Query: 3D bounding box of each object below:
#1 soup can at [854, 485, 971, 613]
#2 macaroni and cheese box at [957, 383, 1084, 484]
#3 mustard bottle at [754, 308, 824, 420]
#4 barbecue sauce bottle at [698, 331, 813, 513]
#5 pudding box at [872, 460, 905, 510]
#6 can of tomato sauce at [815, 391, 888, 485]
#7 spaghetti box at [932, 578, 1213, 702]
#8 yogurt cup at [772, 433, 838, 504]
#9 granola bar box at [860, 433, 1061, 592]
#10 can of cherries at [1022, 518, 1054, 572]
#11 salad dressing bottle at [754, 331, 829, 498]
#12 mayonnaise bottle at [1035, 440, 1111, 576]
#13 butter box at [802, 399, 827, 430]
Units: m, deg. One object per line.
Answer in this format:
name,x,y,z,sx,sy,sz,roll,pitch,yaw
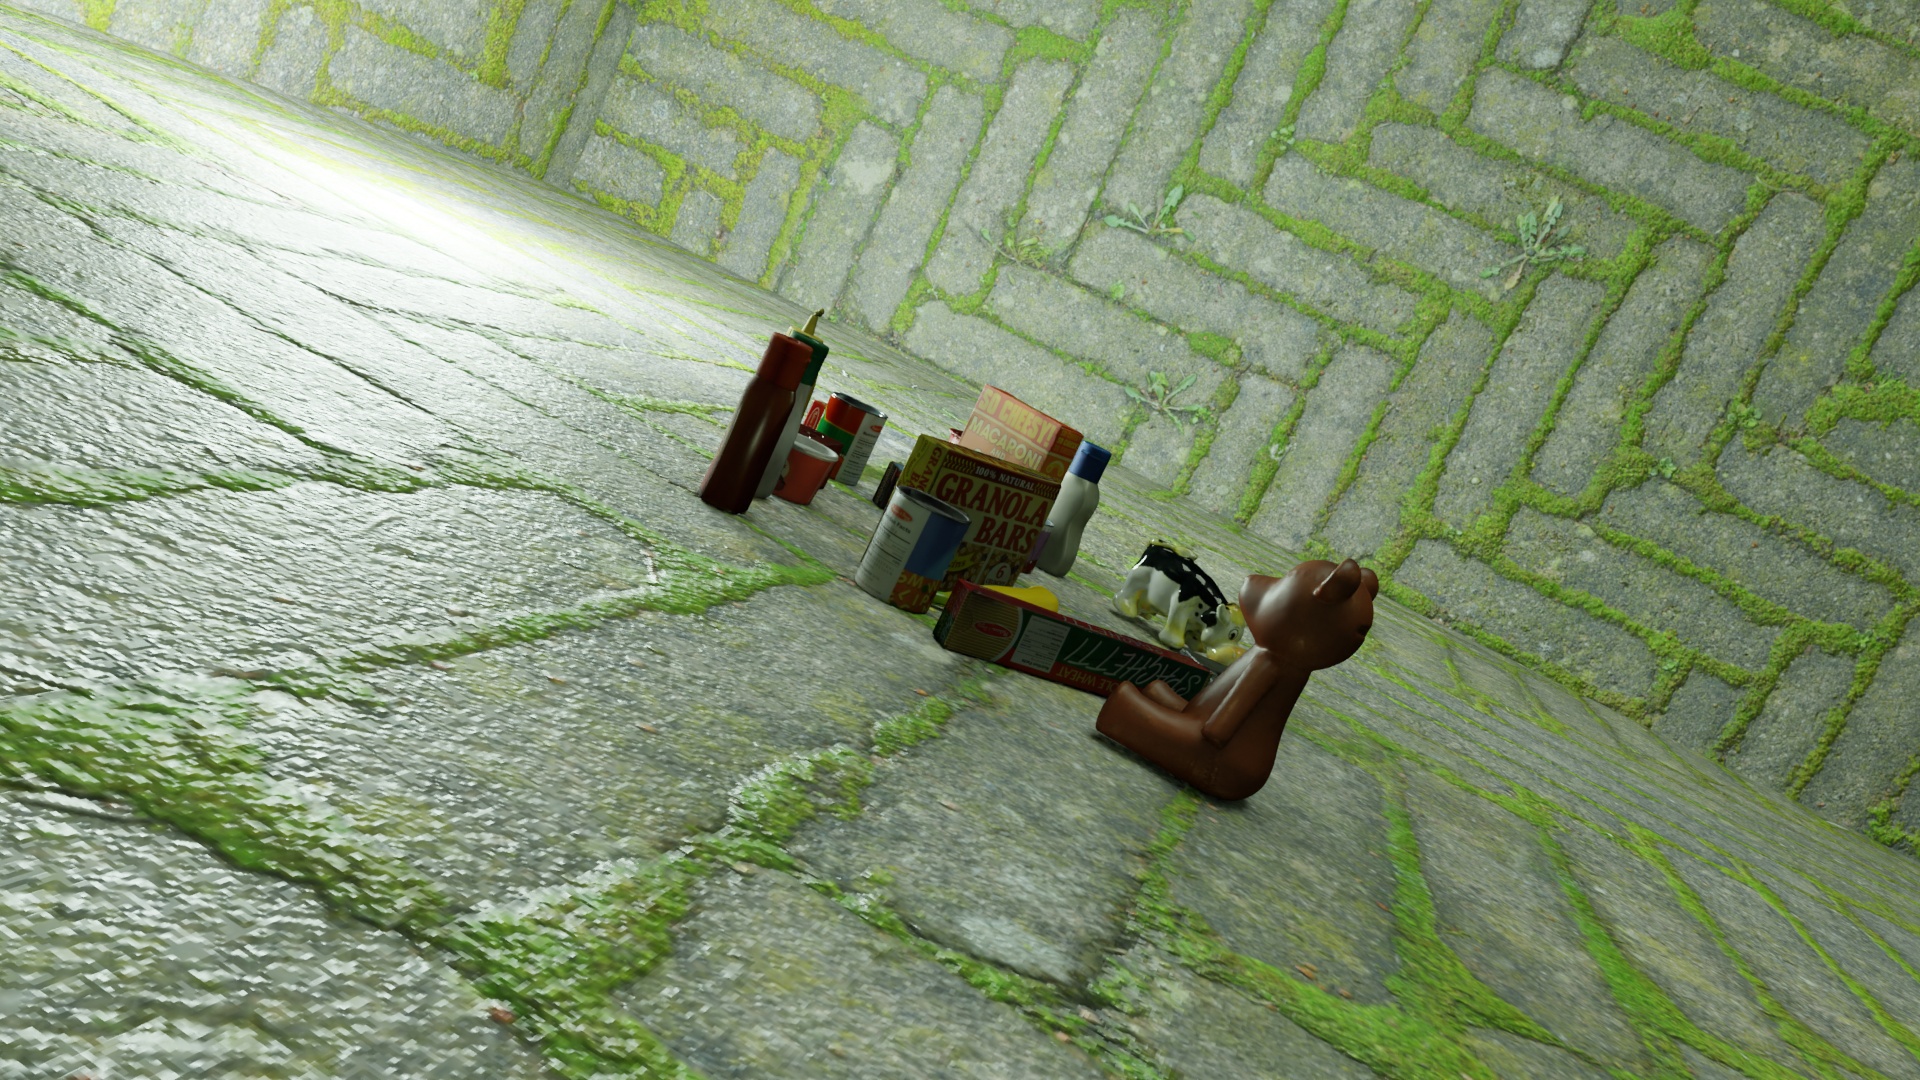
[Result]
soup can,-0.036,0.008,1.111,0.071,0.083,0.071,25,10,-4
macaroni and cheese box,0.039,-0.058,1.394,0.040,0.166,0.124,16,13,-45
mustard bottle,-0.183,-0.174,1.465,0.065,0.160,0.049,29,10,19
barbecue sauce bottle,-0.167,-0.097,1.143,0.044,0.148,0.065,25,9,-3
pudding box,-0.045,-0.047,1.471,0.084,0.049,0.030,20,11,-30
can of tomato sauce,-0.126,-0.111,1.501,0.071,0.083,0.071,25,10,-4
spaghetti box,0.093,0.090,1.102,0.250,0.050,0.029,20,11,-30
yogurt cup,-0.155,-0.068,1.297,0.072,0.054,0.072,25,10,-4
granola bar box,0.004,-0.015,1.212,0.039,0.124,0.165,33,12,38
can of cherries,0.058,-0.005,1.479,0.071,0.058,0.071,25,10,-4
salad dressing bottle,-0.162,-0.112,1.232,0.044,0.147,0.064,20,11,-30
mayonnaise bottle,0.120,-0.037,1.540,0.065,0.147,0.041,33,12,36
butter box,-0.149,-0.132,1.641,0.024,0.053,0.103,30,11,25
